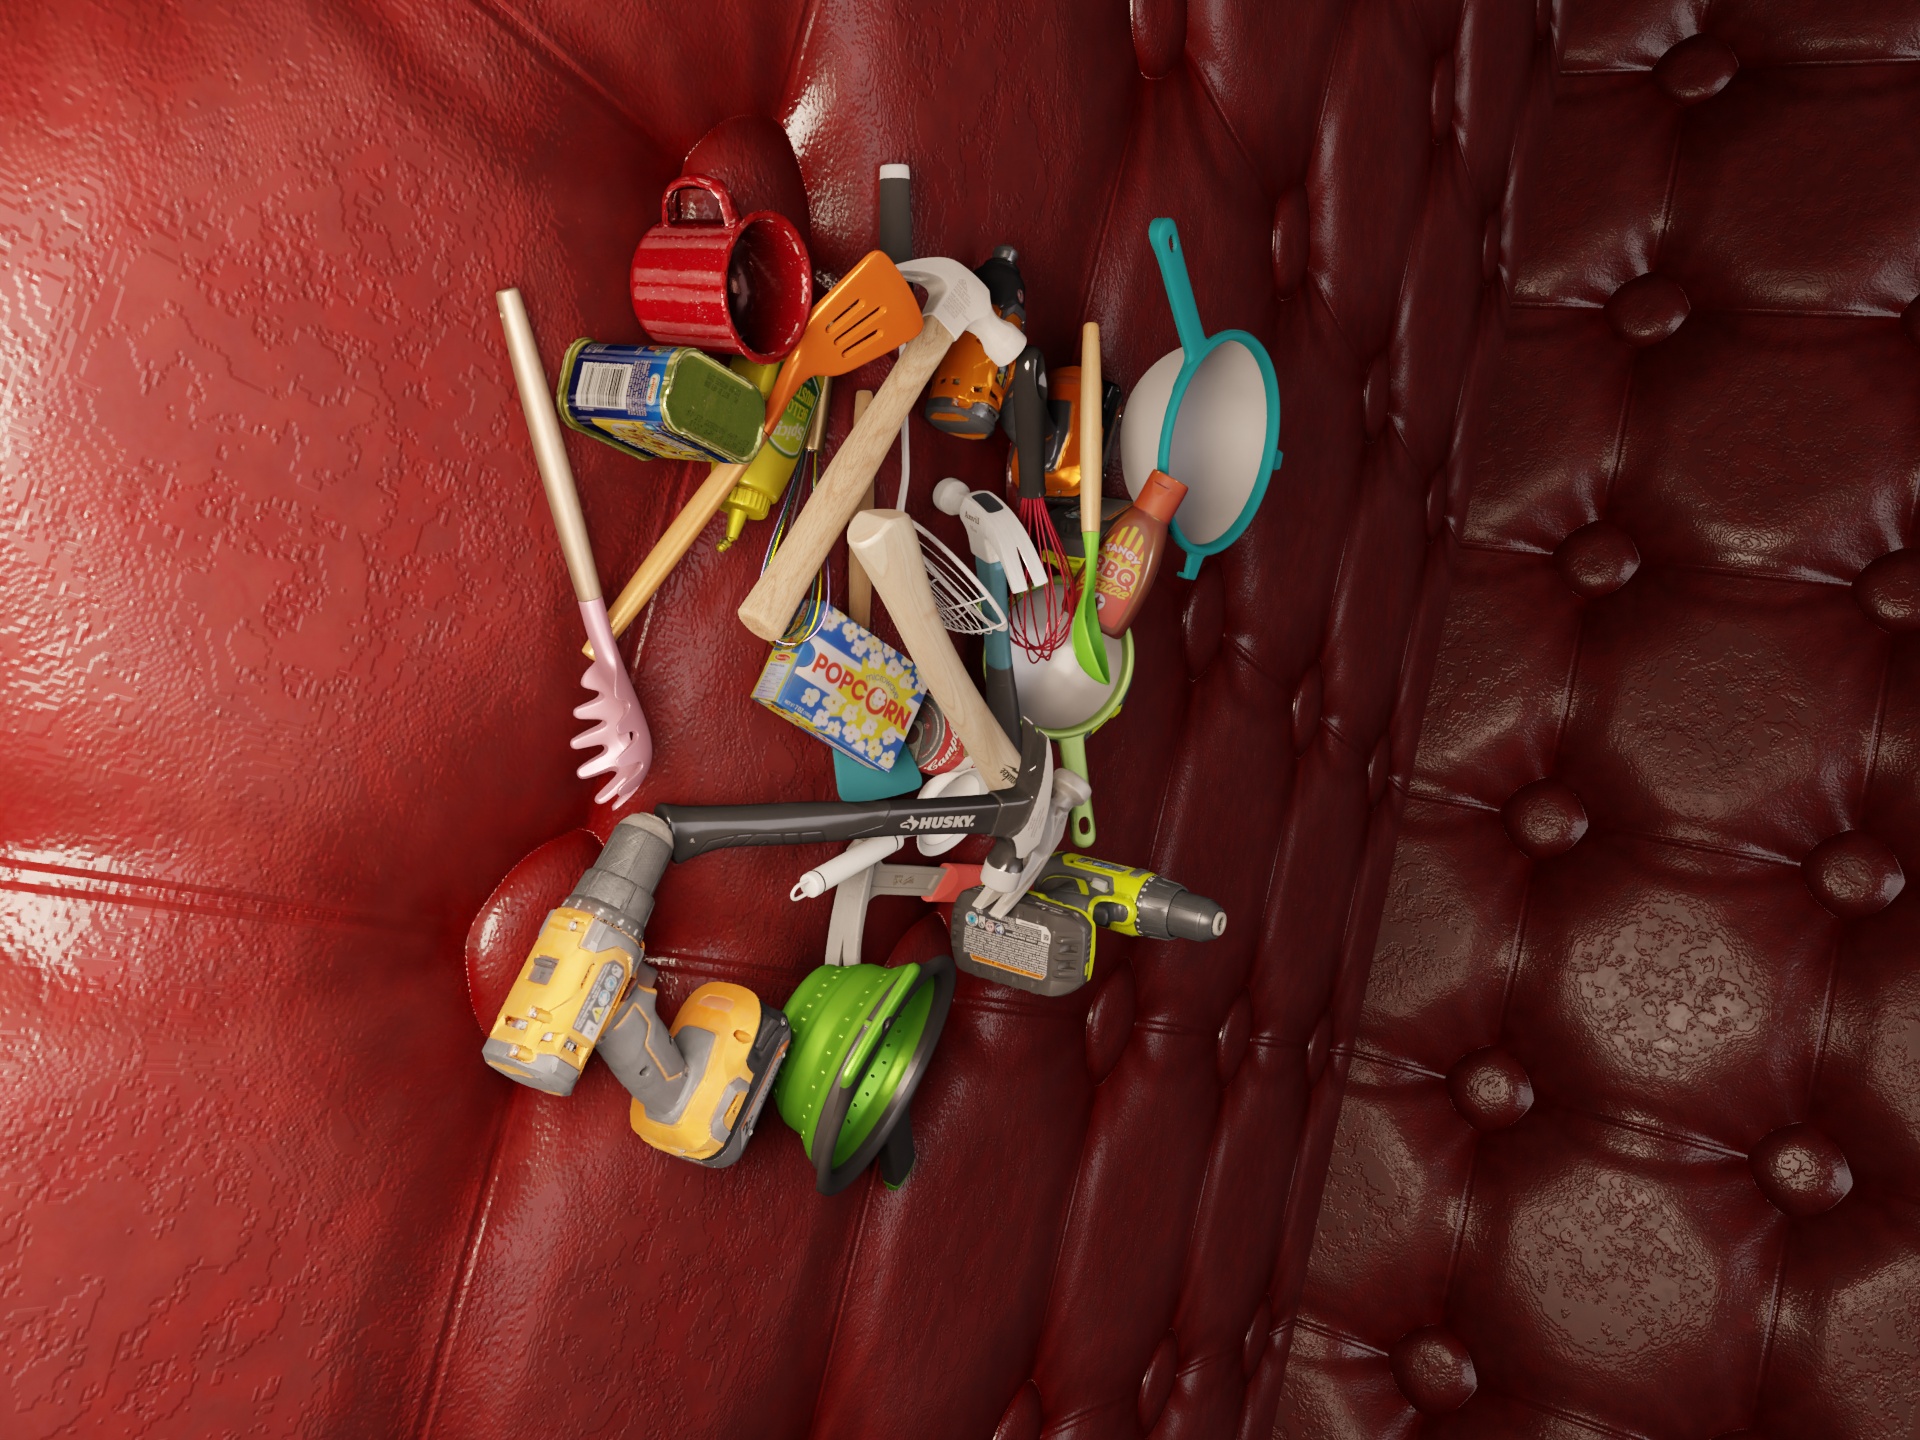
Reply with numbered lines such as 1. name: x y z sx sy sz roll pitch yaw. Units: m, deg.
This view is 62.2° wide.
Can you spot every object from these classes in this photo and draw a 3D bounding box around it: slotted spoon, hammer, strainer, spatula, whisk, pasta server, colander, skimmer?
1. slotted spoon: 0.112 -0.187 1.371 0.070 0.031 0.314 9 81 -74
2. hammer: 0.034 -0.039 1.378 0.033 0.128 0.330 -21 123 -24
3. strainer: 0.194 -0.312 1.475 0.211 0.095 0.340 -51 137 -27
4. hammer: -0.005 0.158 1.457 0.358 0.037 0.149 14 87 -61
5. spatula: -0.139 -0.167 1.033 0.323 0.041 0.080 -56 147 -12
6. whisk: -0.116 -0.173 1.149 0.051 0.047 0.245 9 85 -33
7. spatula: -0.071 -0.097 1.247 0.082 0.044 0.317 -9 106 -38
8. strainer: -0.052 0.091 1.278 0.258 0.050 0.086 -26 140 -50
9. pasta server: -0.235 -0.096 0.951 0.040 0.060 0.316 -26 117 -34
10. strainer: 0.089 -0.009 1.489 0.151 0.069 0.256 -13 102 -19
11. colander: -0.090 0.303 1.317 0.204 0.094 0.396 -57 162 -28
12. hammer: -0.002 -0.004 1.239 0.146 0.038 0.410 -54 141 -21
13. skimmer: -0.016 -0.245 1.249 0.090 0.127 0.363 -6 103 -17
14. whisk: 0.061 -0.175 1.337 0.073 0.073 0.295 -48 144 -44
15. hammer: -0.070 0.069 1.175 0.334 0.035 0.146 0 118 -36
16. hammer: -0.068 -0.200 1.141 0.130 0.031 0.331 41 65 -29

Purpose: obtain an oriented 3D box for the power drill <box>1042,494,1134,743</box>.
1. power drill: 0.135 -0.105 1.587 0.171 0.080 0.223 -38 134 -57

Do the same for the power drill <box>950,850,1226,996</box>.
1. power drill: 0.117 0.181 1.455 0.228 0.191 0.080 -11 109 -54

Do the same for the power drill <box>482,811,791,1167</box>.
1. power drill: -0.203 0.185 1.070 0.226 0.084 0.185 52 53 -48

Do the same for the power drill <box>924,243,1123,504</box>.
1. power drill: 0.059 -0.295 1.382 0.226 0.084 0.164 28 74 -56
